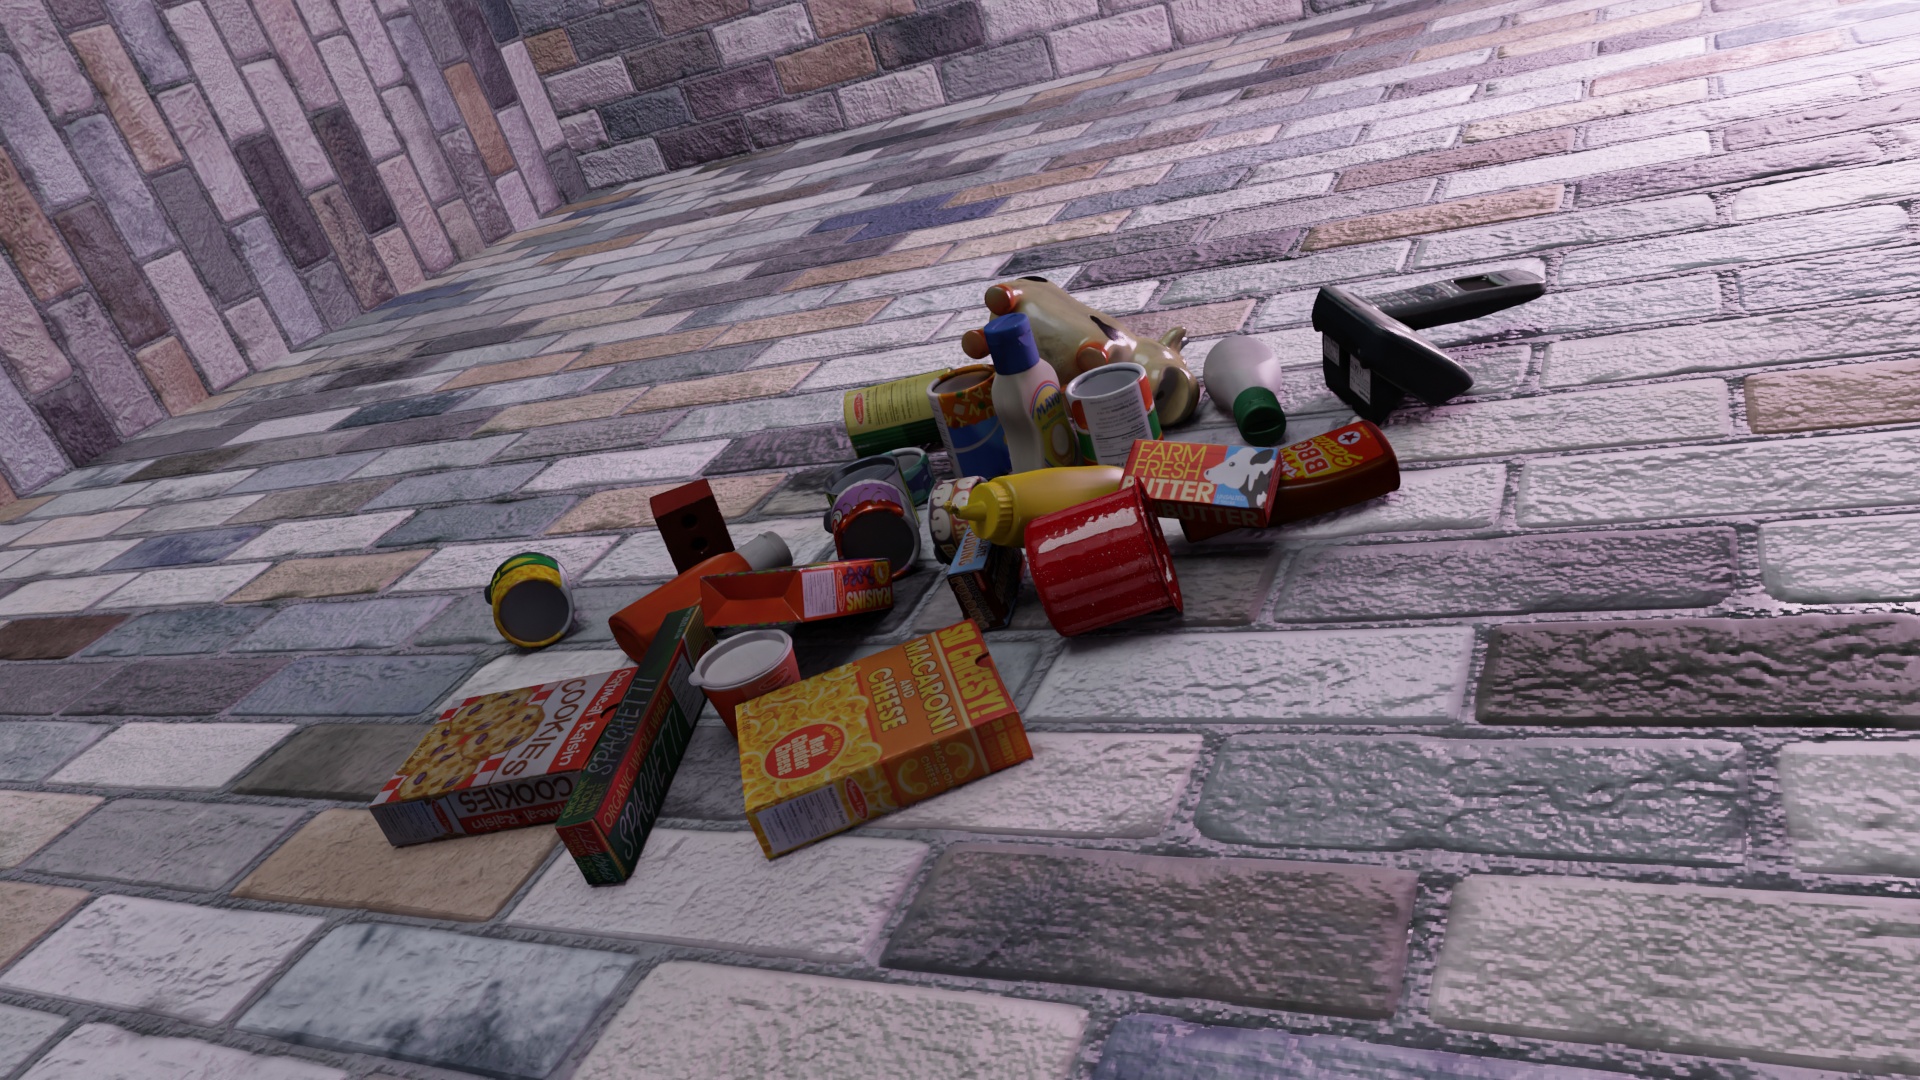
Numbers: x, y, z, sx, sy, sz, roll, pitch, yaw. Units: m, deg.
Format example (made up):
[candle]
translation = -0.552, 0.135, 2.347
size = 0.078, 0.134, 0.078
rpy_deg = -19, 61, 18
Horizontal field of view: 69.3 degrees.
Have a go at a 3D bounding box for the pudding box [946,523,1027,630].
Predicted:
[pudding box]
translation = 0.020, 0.022, 0.983
size = 0.030, 0.049, 0.084
rpy_deg = -13, 25, 21

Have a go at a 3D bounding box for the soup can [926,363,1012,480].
[soup can]
translation = 0.016, -0.103, 1.199
size = 0.071, 0.083, 0.071
rpy_deg = -15, 25, 7

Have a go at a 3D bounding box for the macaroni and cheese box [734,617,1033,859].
[macaroni and cheese box]
translation = -0.051, 0.116, 0.853
size = 0.166, 0.040, 0.124
rpy_deg = -21, 26, -3

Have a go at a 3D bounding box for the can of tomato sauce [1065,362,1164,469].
[can of tomato sauce]
translation = 0.124, -0.091, 1.099
size = 0.071, 0.082, 0.071
rpy_deg = -15, 25, 8

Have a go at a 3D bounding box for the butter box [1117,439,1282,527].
[butter box]
translation = 0.162, -0.040, 0.945
size = 0.103, 0.024, 0.053
rpy_deg = 6, 56, 24

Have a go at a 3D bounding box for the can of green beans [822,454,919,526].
[can of green beans]
translation = -0.073, -0.030, 1.143
size = 0.071, 0.057, 0.071
rpy_deg = -15, 25, 8

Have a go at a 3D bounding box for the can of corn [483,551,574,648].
[can of corn]
translation = -0.364, 0.051, 1.171
size = 0.071, 0.071, 0.058
rpy_deg = -24, 26, -11

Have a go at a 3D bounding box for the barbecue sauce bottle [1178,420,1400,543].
[barbecue sauce bottle]
translation = 0.225, -0.037, 0.968
size = 0.148, 0.043, 0.065
rpy_deg = -18, 31, 2

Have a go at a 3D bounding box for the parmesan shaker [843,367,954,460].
[parmesan shaker]
translation = -0.049, -0.116, 1.297
size = 0.103, 0.071, 0.072
rpy_deg = -11, 26, 14

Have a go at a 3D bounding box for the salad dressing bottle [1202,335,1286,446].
[salad dressing bottle]
translation = 0.235, -0.123, 1.136
size = 0.064, 0.043, 0.148
rpy_deg = -13, 27, 9

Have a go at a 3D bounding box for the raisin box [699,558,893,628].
[raisin box]
translation = -0.115, 0.037, 1.000
size = 0.086, 0.040, 0.123
rpy_deg = -6, -1, 28

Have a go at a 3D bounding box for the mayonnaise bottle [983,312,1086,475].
[mayonnaise bottle]
translation = 0.056, -0.105, 1.100
size = 0.041, 0.147, 0.065
rpy_deg = 6, 35, 42

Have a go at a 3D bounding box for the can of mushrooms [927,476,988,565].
[can of mushrooms]
translation = 0.004, -0.013, 1.048
size = 0.033, 0.070, 0.071
rpy_deg = -6, 28, 24

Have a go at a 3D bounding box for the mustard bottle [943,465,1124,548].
[mustard bottle]
translation = 0.055, -0.021, 0.967
size = 0.161, 0.049, 0.065
rpy_deg = -3, -27, -34

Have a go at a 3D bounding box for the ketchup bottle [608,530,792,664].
[ketchup bottle]
translation = -0.202, 0.042, 1.103
size = 0.149, 0.043, 0.065
rpy_deg = -34, 30, -29

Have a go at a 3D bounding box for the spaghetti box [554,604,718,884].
[spaghetti box]
translation = -0.208, 0.128, 0.927
size = 0.028, 0.050, 0.251
rpy_deg = -15, 25, 13

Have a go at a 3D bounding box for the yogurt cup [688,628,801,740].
[yogurt cup]
translation = -0.137, 0.099, 0.932
size = 0.072, 0.053, 0.073
rpy_deg = -15, 25, 8

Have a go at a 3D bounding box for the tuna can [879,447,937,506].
[tuna can]
translation = -0.058, -0.051, 1.205
size = 0.071, 0.032, 0.071
rpy_deg = -15, 25, 7

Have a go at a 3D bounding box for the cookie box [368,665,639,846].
[cookie box]
translation = -0.304, 0.147, 0.966
size = 0.167, 0.040, 0.123
rpy_deg = -11, 26, 16

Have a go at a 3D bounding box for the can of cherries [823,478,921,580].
[can of cherries]
translation = -0.069, -0.006, 1.083
size = 0.071, 0.071, 0.058
rpy_deg = -20, 26, -1
